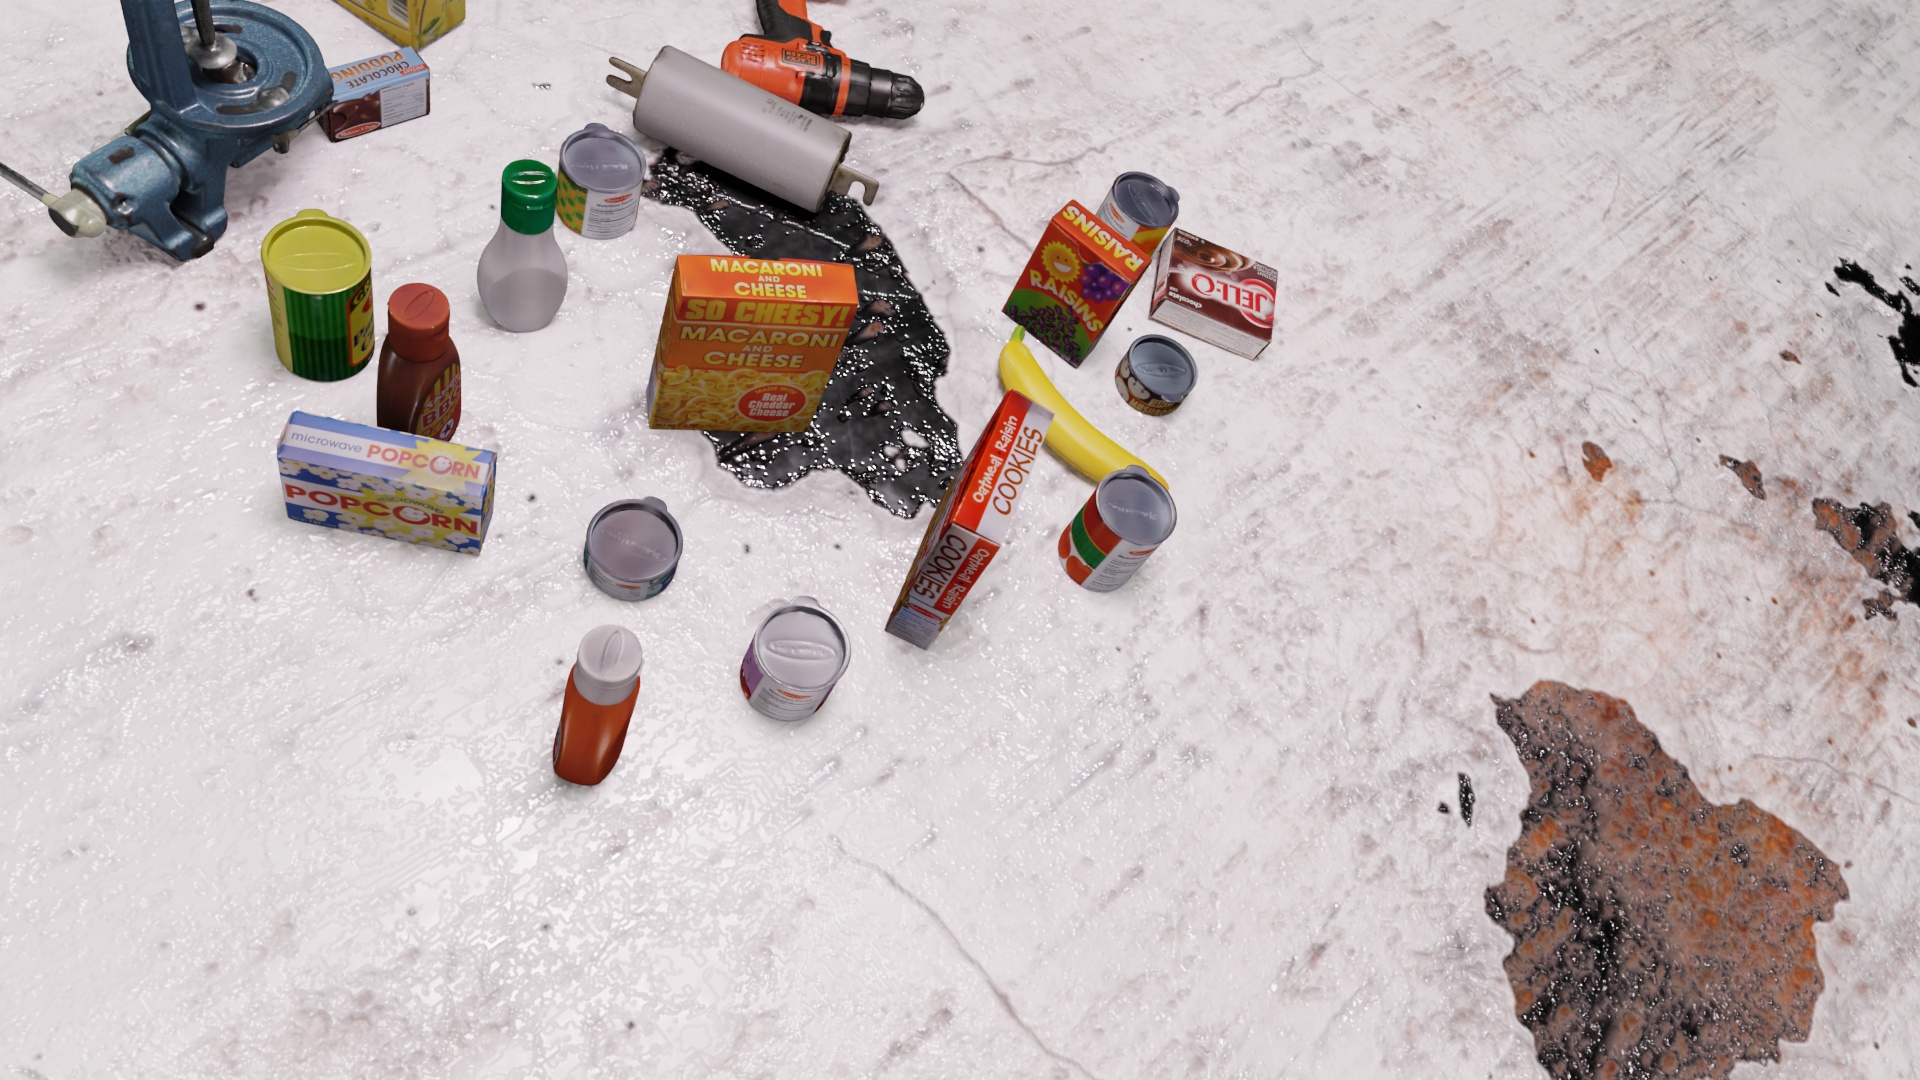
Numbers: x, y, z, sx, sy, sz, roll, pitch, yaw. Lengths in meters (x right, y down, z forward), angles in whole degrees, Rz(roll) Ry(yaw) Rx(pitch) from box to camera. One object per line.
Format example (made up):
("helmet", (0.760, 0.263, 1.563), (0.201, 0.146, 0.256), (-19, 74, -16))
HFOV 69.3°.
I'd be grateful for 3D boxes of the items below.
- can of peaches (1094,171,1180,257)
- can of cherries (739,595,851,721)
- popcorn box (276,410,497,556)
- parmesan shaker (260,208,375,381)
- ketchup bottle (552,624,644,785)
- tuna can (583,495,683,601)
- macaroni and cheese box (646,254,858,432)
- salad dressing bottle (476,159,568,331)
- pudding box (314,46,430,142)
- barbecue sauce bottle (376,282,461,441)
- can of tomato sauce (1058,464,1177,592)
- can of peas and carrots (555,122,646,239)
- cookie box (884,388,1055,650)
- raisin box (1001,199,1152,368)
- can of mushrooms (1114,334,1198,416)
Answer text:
("can of peaches", (0.161, -0.296, 1.278), (0.071, 0.057, 0.071), (9, 59, -16))
("can of cherries", (-0.114, 0.082, 0.955), (0.071, 0.058, 0.072), (9, 59, -16))
("popcorn box", (-0.373, -0.036, 0.909), (0.127, 0.084, 0.038), (12, 58, -14))
("parmesan shaker", (-0.437, -0.166, 0.950), (0.071, 0.102, 0.071), (9, 59, -16))
("ketchup bottle", (-0.221, 0.098, 0.851), (0.043, 0.148, 0.065), (17, 57, -11))
("tuna can", (-0.228, 0.005, 0.972), (0.071, 0.032, 0.071), (9, 59, -16))
("macaroni and cheese box", (-0.154, -0.139, 1.002), (0.124, 0.165, 0.040), (-1, 62, -21))
("salad dressing bottle", (-0.312, -0.210, 0.995), (0.064, 0.147, 0.044), (-9, 65, -25))
("pudding box", (-0.457, -0.347, 1.079), (0.084, 0.049, 0.030), (-32, 76, -32))
("barbecue sauce bottle", (-0.359, -0.112, 0.920), (0.044, 0.147, 0.065), (30, 56, -2))
("can of tomato sauce", (0.120, -0.008, 1.081), (0.071, 0.082, 0.071), (9, 59, -16))
("can of peas and carrots", (-0.287, -0.284, 1.102), (0.071, 0.058, 0.071), (9, 59, -16))
("cookie box", (0.004, -0.012, 0.988), (0.040, 0.166, 0.123), (26, 56, -5))
("raisin box", (0.095, -0.214, 1.166), (0.086, 0.122, 0.040), (39, 56, 4))
("can of mushrooms", (0.170, -0.142, 1.207), (0.071, 0.033, 0.071), (9, 59, -16))
